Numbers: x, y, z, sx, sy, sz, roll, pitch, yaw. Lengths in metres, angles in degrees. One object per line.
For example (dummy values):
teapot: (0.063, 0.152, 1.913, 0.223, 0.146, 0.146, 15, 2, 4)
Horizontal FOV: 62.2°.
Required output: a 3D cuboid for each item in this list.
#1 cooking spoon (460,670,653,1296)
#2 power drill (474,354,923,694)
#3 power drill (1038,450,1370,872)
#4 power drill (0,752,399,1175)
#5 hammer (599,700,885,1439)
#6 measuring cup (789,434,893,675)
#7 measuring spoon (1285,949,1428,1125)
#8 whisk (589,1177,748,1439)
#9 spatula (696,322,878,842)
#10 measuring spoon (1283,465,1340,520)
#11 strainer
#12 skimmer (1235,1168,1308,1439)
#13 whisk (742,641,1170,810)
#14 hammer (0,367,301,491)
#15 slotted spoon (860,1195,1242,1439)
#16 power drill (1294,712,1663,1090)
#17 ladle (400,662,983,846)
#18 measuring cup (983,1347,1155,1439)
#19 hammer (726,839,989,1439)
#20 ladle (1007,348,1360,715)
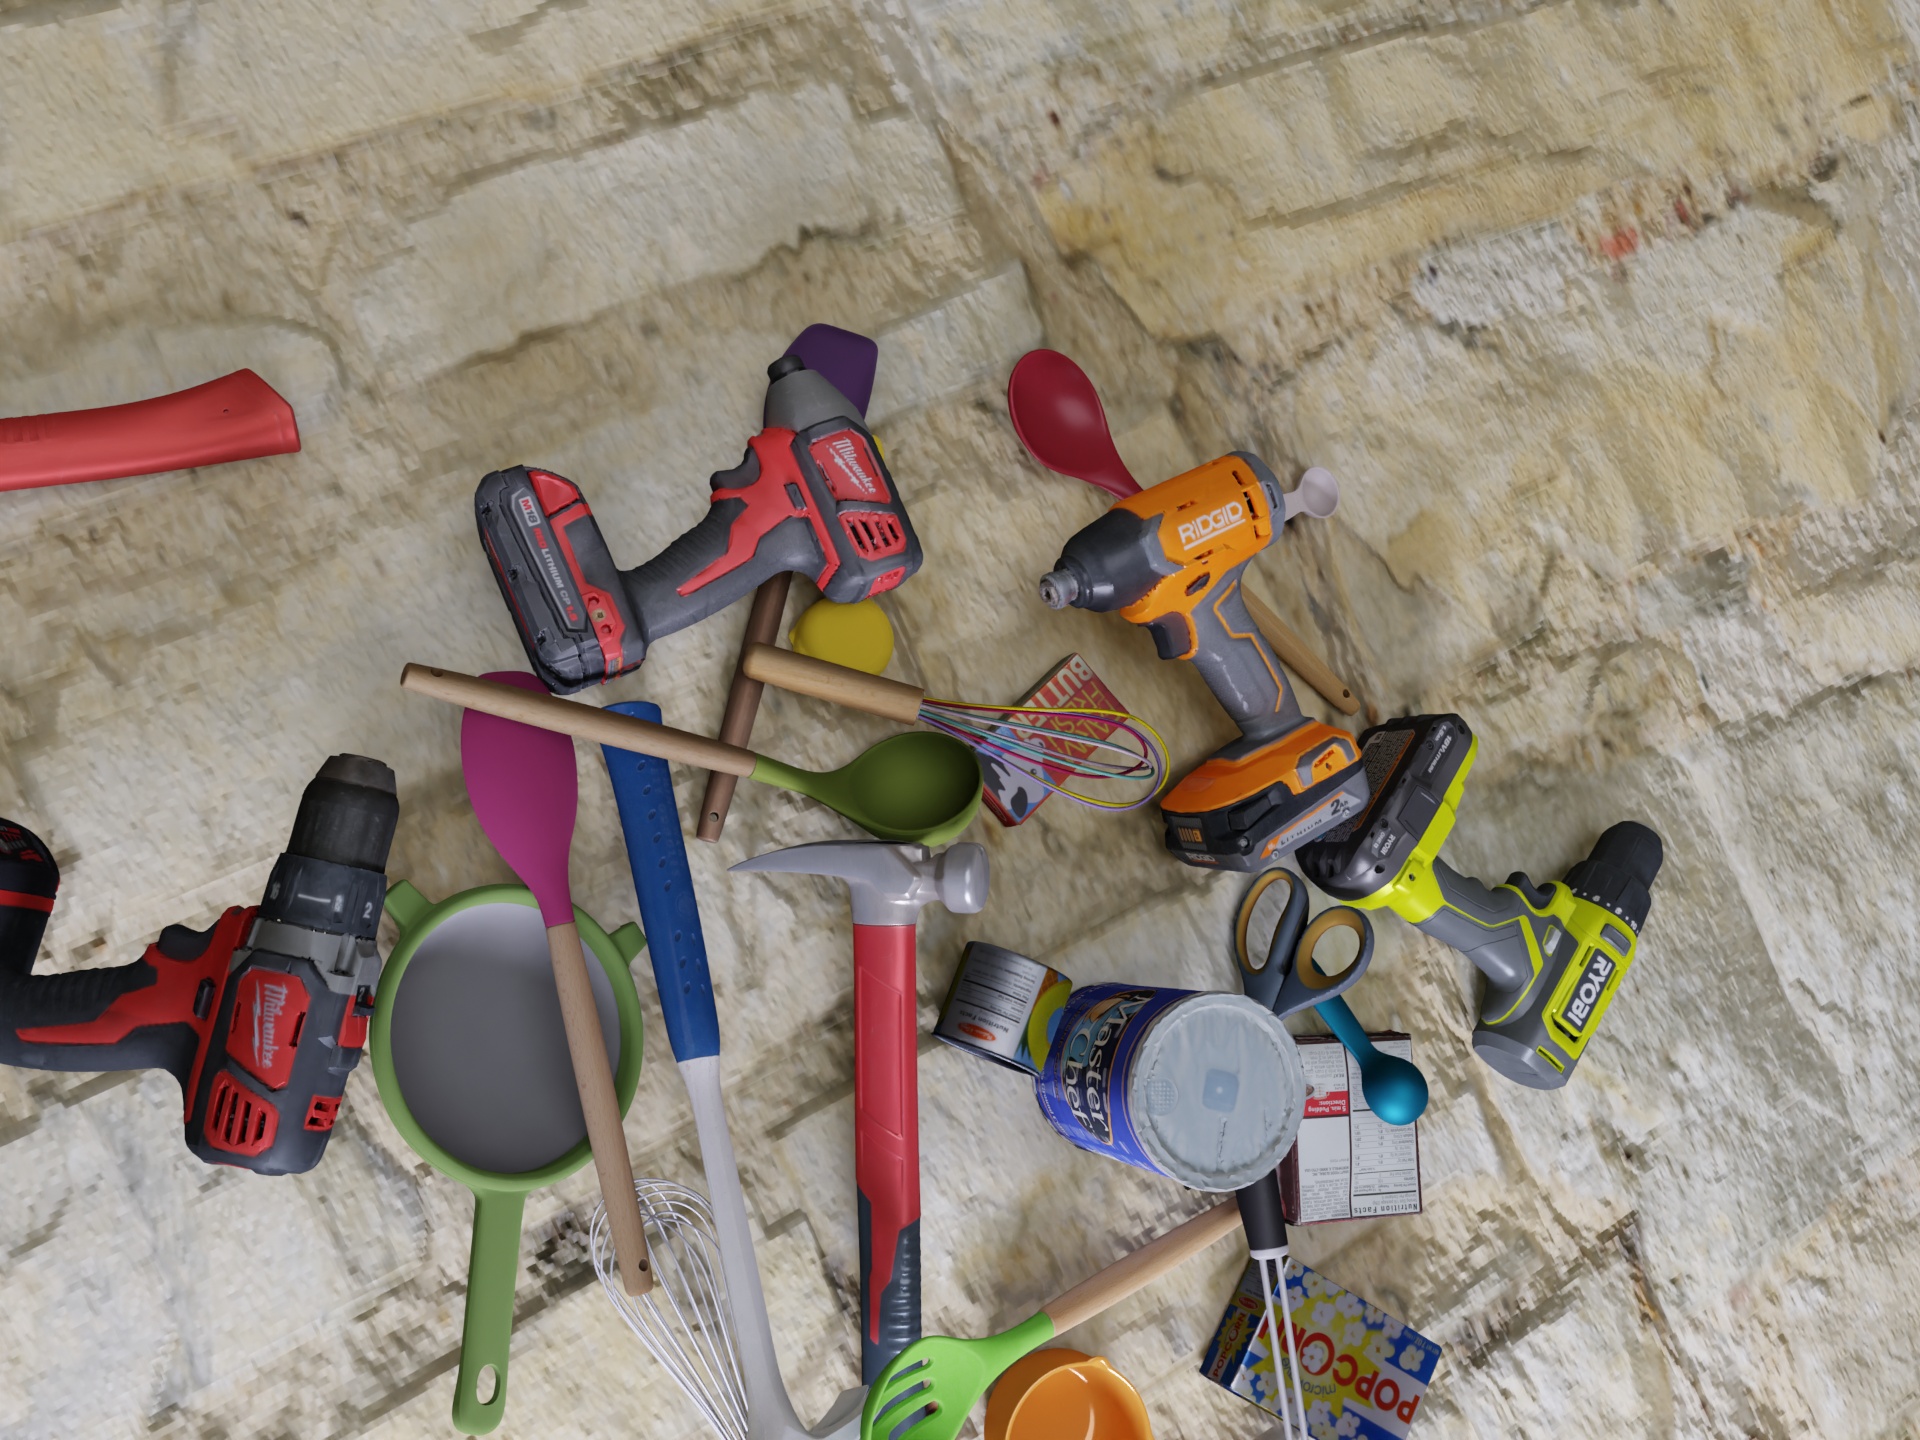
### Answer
cooking spoon: (-0.195, 0.128, 0.799, 0.068, 0.017, 0.319, -6, 79, -51)
power drill: (-0.142, -0.110, 0.865, 0.219, 0.078, 0.143, -22, 84, -19)
power drill: (0.141, -0.028, 0.941, 0.164, 0.084, 0.226, -25, 101, -26)
power drill: (-0.373, 0.093, 0.724, 0.226, 0.080, 0.188, 11, 79, 4)
hammer: (-0.130, 0.186, 0.823, 0.144, 0.035, 0.406, 6, 65, -55)
measuring cup: (-0.060, -0.094, 0.925, 0.062, 0.029, 0.156, 10, 82, -18)
measuring spoon: (0.240, 0.185, 0.963, 0.042, 0.021, 0.129, -26, 73, -30)
whisk: (-0.118, 0.368, 0.836, 0.070, 0.070, 0.284, -25, 97, -21)
spatula: (-0.108, -0.084, 0.914, 0.059, 0.018, 0.316, 15, 77, -10)
measuring spoon: (0.194, -0.132, 1.020, 0.124, 0.018, 0.034, -24, 97, -28)
strainer: (-0.239, 0.211, 0.785, 0.151, 0.069, 0.256, 19, 63, -43)
skimmer: (0.199, 0.359, 0.881, 0.127, 0.090, 0.363, -2, 77, -25)
whisk: (-0.001, -0.005, 0.887, 0.245, 0.047, 0.051, 16, 33, -2)
hammer: (-0.509, -0.113, 0.767, 0.359, 0.037, 0.149, -11, 87, -20)
slotted spoon: (0.066, 0.324, 0.878, 0.313, 0.031, 0.070, -16, 102, -37)
power drill: (0.344, 0.098, 1.021, 0.228, 0.080, 0.190, 39, 73, -14)
ladle: (-0.130, 0.009, 0.840, 0.320, 0.062, 0.078, 17, 36, -30)
measuring cup: (0.094, 0.413, 0.905, 0.173, 0.052, 0.095, 21, 77, -18)
hammer: (-0.054, 0.258, 0.865, 0.143, 0.038, 0.386, 0, 91, 17)
ladle: (0.143, -0.110, 1.002, 0.315, 0.031, 0.069, 42, 66, -12)
